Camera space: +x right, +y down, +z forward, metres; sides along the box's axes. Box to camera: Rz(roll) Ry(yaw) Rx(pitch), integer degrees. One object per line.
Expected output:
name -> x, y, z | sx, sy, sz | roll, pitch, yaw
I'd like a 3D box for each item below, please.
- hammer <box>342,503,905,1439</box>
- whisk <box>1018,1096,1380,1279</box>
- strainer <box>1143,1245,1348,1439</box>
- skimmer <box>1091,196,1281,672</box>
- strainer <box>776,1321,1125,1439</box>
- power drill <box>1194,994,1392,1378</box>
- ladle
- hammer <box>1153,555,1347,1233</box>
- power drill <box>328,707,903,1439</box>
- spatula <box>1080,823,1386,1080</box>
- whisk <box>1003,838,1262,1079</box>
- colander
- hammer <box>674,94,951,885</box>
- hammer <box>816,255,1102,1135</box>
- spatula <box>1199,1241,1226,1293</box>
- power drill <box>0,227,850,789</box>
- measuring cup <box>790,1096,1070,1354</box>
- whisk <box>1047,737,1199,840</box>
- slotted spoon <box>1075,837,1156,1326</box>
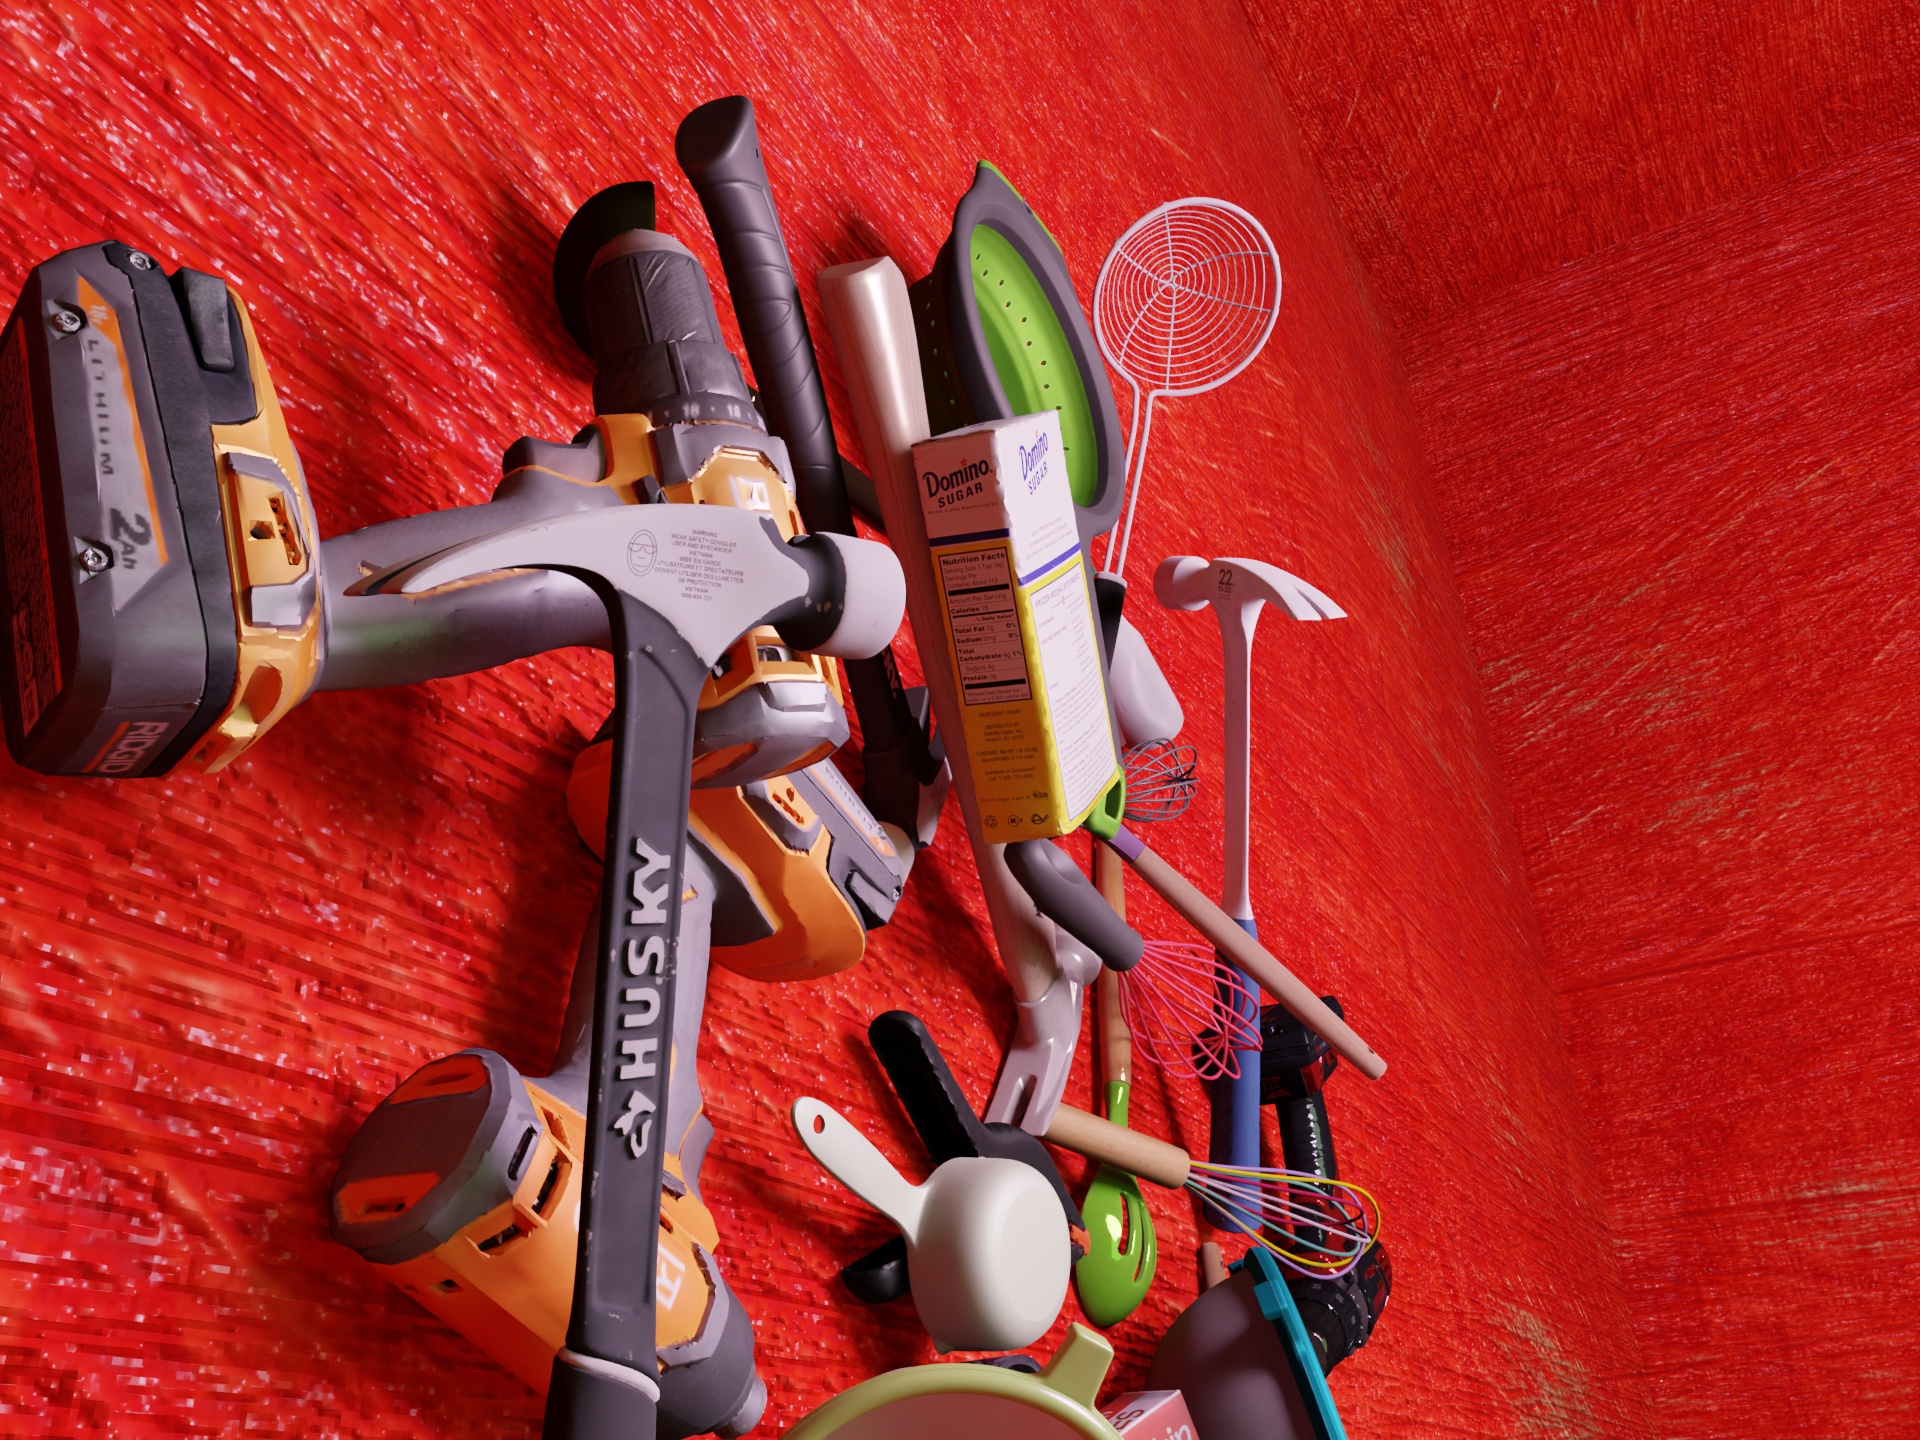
hammer -> -0.091, 0.146, 0.401 | 0.149, 0.036, 0.409 | 6, 87, -44
whisk -> 0.134, 0.243, 0.850 | 0.244, 0.047, 0.051 | 27, 37, -25
strainer -> 0.161, 0.438, 0.769 | 0.211, 0.095, 0.341 | 72, 2, -74
skimmer -> 0.119, -0.150, 1.003 | 0.127, 0.090, 0.363 | 18, 74, -21
strainer -> 0.008, 0.330, 0.549 | 0.069, 0.151, 0.256 | -144, -144, -82
power drill -> 0.223, 0.310, 1.053 | 0.188, 0.080, 0.227 | -3, 79, -64
ladle -> -0.078, -0.143, 0.748 | 0.320, 0.062, 0.078 | 31, 51, -59
hammer -> 0.167, 0.107, 0.946 | 0.035, 0.144, 0.405 | -5, 98, -27
power drill -> -0.091, 0.111, 0.524 | 0.164, 0.084, 0.227 | 56, 33, -32
spatula -> 0.117, 0.093, 0.886 | 0.316, 0.018, 0.060 | 42, 24, -1
whisk -> 0.090, 0.124, 0.819 | 0.295, 0.073, 0.073 | 46, 35, -51
colander -> 0.020, -0.116, 0.886 | 0.204, 0.094, 0.397 | 31, 47, -55
hammer -> -0.058, -0.098, 0.697 | 0.146, 0.035, 0.334 | -66, 146, -57
hammer -> -0.001, -0.002, 0.732 | 0.146, 0.038, 0.410 | -63, 143, -57
spatula -> 0.149, 0.445, 0.870 | 0.082, 0.044, 0.318 | 46, 31, -43
power drill -> -0.143, -0.071, 0.453 | 0.226, 0.084, 0.185 | 0, 70, -43
measuring cup -> -0.007, 0.189, 0.619 | 0.167, 0.038, 0.083 | 51, 42, -38
whisk -> 0.086, 0.046, 0.961 | 0.239, 0.055, 0.055 | -11, 84, -58
slotted spoon -> 0.088, 0.185, 0.909 | 0.070, 0.031, 0.314 | 45, 34, -39
